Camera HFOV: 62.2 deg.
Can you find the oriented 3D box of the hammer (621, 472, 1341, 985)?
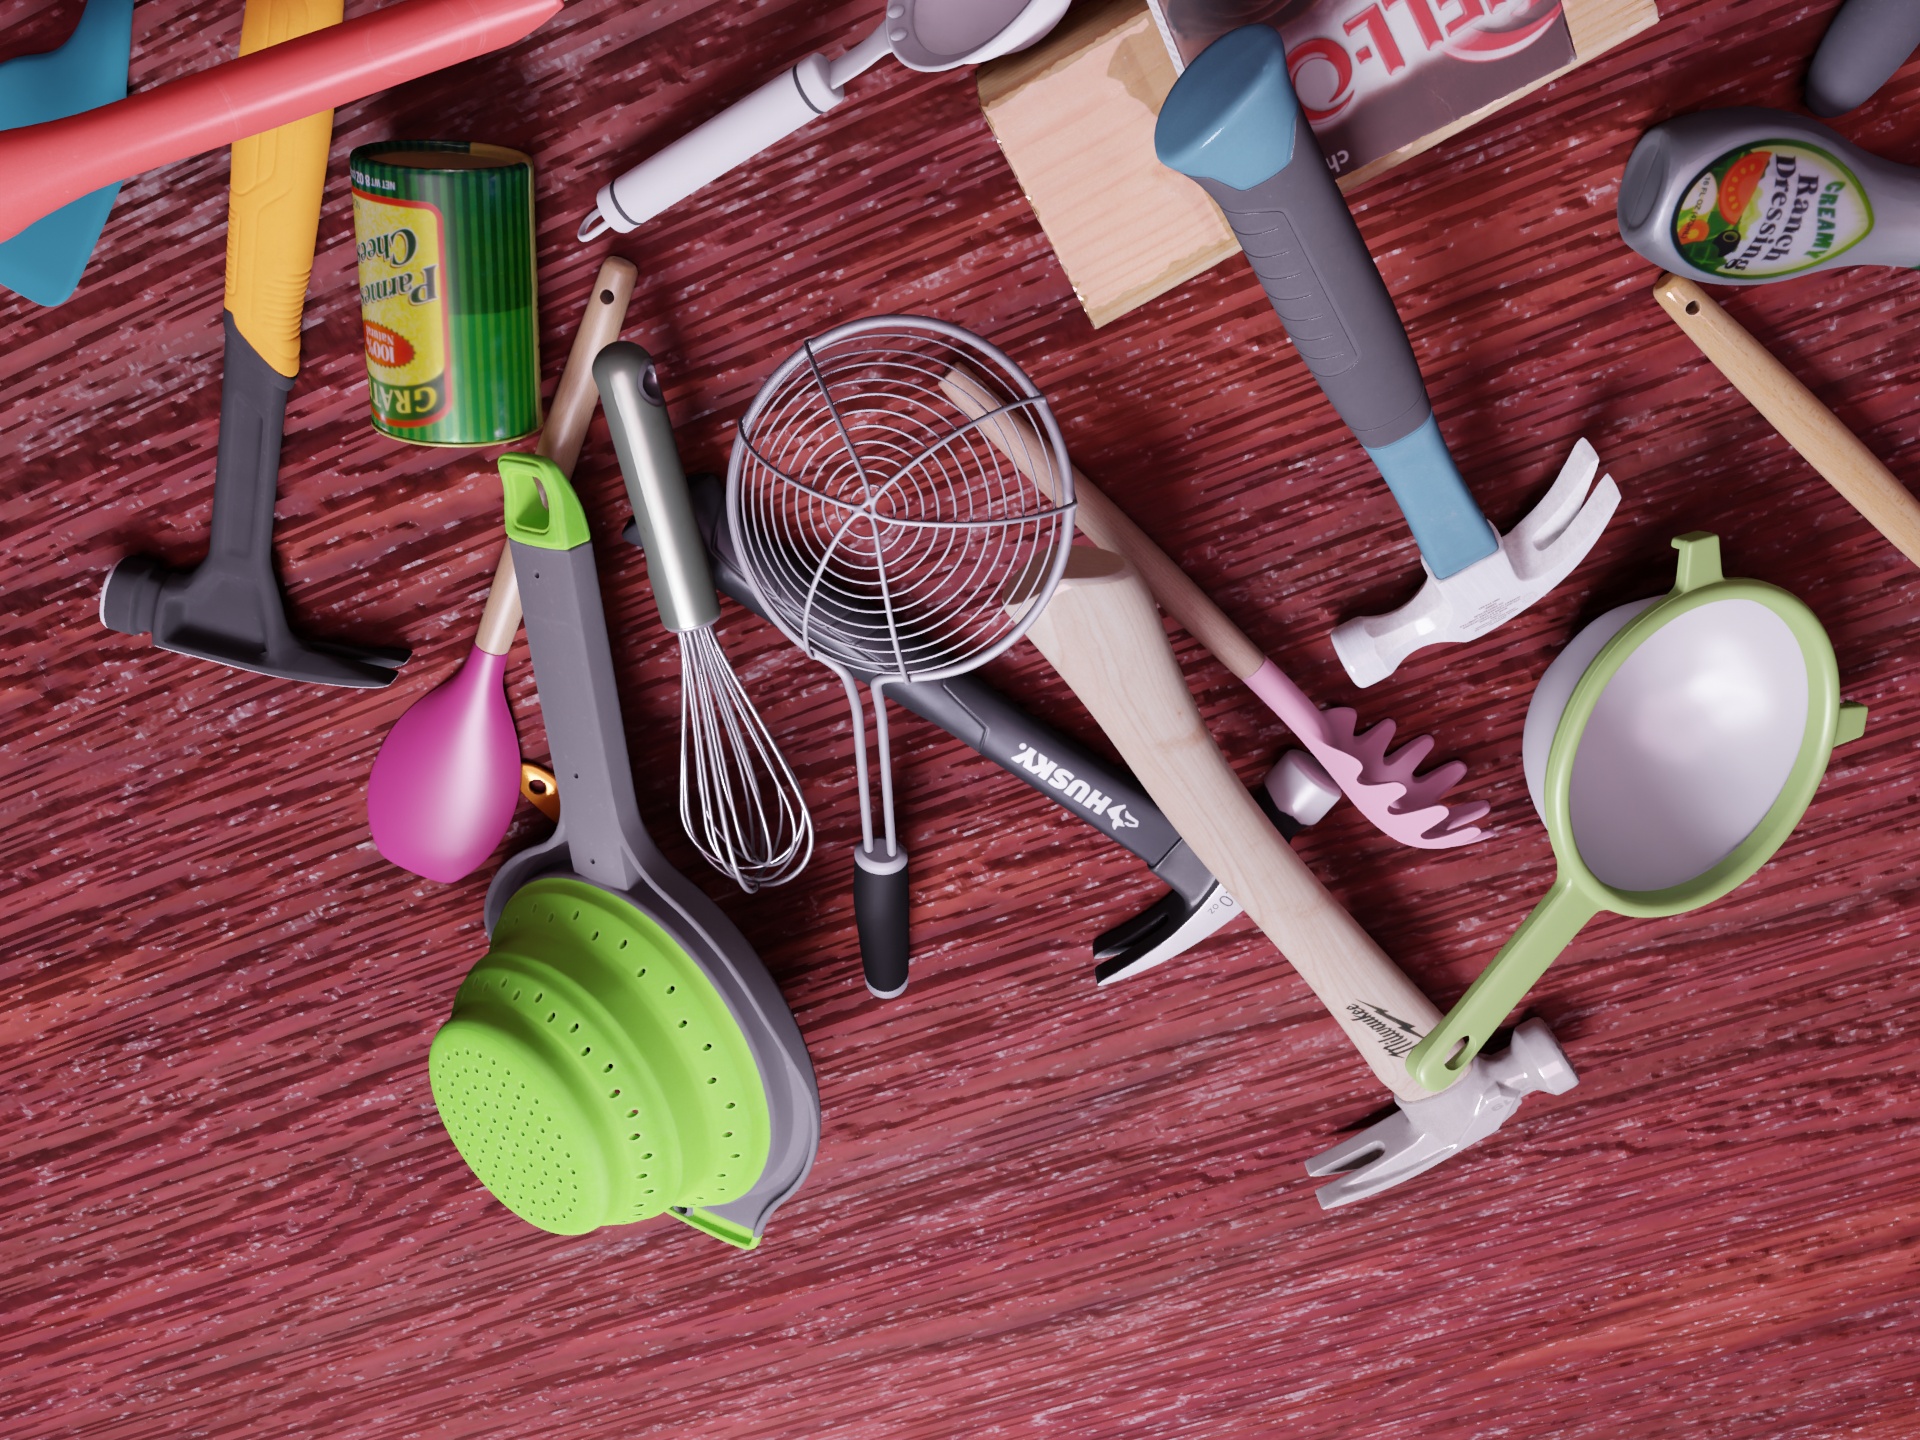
[{"bbox_3d":[-0.001,-0.002,0.715,0.334,0.035,0.146,32,113,-15],"label":"hammer"}]

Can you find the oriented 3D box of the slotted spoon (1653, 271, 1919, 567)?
[{"bbox_3d":[0.401,-0.085,0.671,0.313,0.031,0.070,37,112,-15],"label":"slotted spoon"}]

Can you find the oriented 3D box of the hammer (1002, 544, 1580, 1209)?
[{"bbox_3d":[0.136,0.082,0.719,0.146,0.038,0.410,-34,121,13],"label":"hammer"}]

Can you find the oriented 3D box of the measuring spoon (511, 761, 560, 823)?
[{"bbox_3d":[-0.170,0.060,0.763,0.021,0.011,0.116,-40,110,19],"label":"measuring spoon"}]

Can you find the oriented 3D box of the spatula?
[{"bbox_3d":[-0.287,-0.300,0.555,0.082,0.044,0.317,34,113,-2],"label":"spatula"}]

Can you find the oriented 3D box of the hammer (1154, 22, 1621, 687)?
[{"bbox_3d":[0.149,-0.113,0.566,0.128,0.033,0.330,-28,145,18],"label":"hammer"}]

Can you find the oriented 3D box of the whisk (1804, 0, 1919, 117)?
[{"bbox_3d":[0.379,-0.334,0.523,0.070,0.070,0.284,21,121,-10],"label":"whisk"}]

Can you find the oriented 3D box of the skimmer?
[{"bbox_3d":[-0.025,0.001,0.664,0.127,0.090,0.363,15,145,10],"label":"skimmer"}]

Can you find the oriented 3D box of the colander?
[{"bbox_3d":[-0.175,0.087,0.681,0.205,0.094,0.396,14,121,33],"label":"colander"}]

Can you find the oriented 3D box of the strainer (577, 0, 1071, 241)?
[{"bbox_3d":[-0.043,-0.233,0.571,0.258,0.087,0.050,-20,149,28],"label":"strainer"}]

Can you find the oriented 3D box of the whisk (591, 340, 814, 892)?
[{"bbox_3d":[-0.109,-0.035,0.657,0.059,0.058,0.246,-4,116,17],"label":"whisk"}]

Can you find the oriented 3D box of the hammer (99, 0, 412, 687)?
[{"bbox_3d":[-0.267,-0.169,0.630,0.127,0.034,0.336,15,117,-6],"label":"hammer"}]

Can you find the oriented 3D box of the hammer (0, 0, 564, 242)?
[{"bbox_3d":[-0.177,-0.225,0.523,0.359,0.149,0.036,-16,118,6],"label":"hammer"}]

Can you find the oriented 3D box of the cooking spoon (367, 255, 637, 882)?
[{"bbox_3d":[-0.199,-0.054,0.698,0.068,0.017,0.318,24,115,-6],"label":"cooking spoon"}]

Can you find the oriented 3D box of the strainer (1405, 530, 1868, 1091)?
[{"bbox_3d":[0.266,0.046,0.694,0.151,0.069,0.256,35,95,-28],"label":"strainer"}]

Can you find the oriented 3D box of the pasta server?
[{"bbox_3d":[0.114,-0.046,0.688,0.316,0.060,0.040,42,119,-14],"label":"pasta server"}]
